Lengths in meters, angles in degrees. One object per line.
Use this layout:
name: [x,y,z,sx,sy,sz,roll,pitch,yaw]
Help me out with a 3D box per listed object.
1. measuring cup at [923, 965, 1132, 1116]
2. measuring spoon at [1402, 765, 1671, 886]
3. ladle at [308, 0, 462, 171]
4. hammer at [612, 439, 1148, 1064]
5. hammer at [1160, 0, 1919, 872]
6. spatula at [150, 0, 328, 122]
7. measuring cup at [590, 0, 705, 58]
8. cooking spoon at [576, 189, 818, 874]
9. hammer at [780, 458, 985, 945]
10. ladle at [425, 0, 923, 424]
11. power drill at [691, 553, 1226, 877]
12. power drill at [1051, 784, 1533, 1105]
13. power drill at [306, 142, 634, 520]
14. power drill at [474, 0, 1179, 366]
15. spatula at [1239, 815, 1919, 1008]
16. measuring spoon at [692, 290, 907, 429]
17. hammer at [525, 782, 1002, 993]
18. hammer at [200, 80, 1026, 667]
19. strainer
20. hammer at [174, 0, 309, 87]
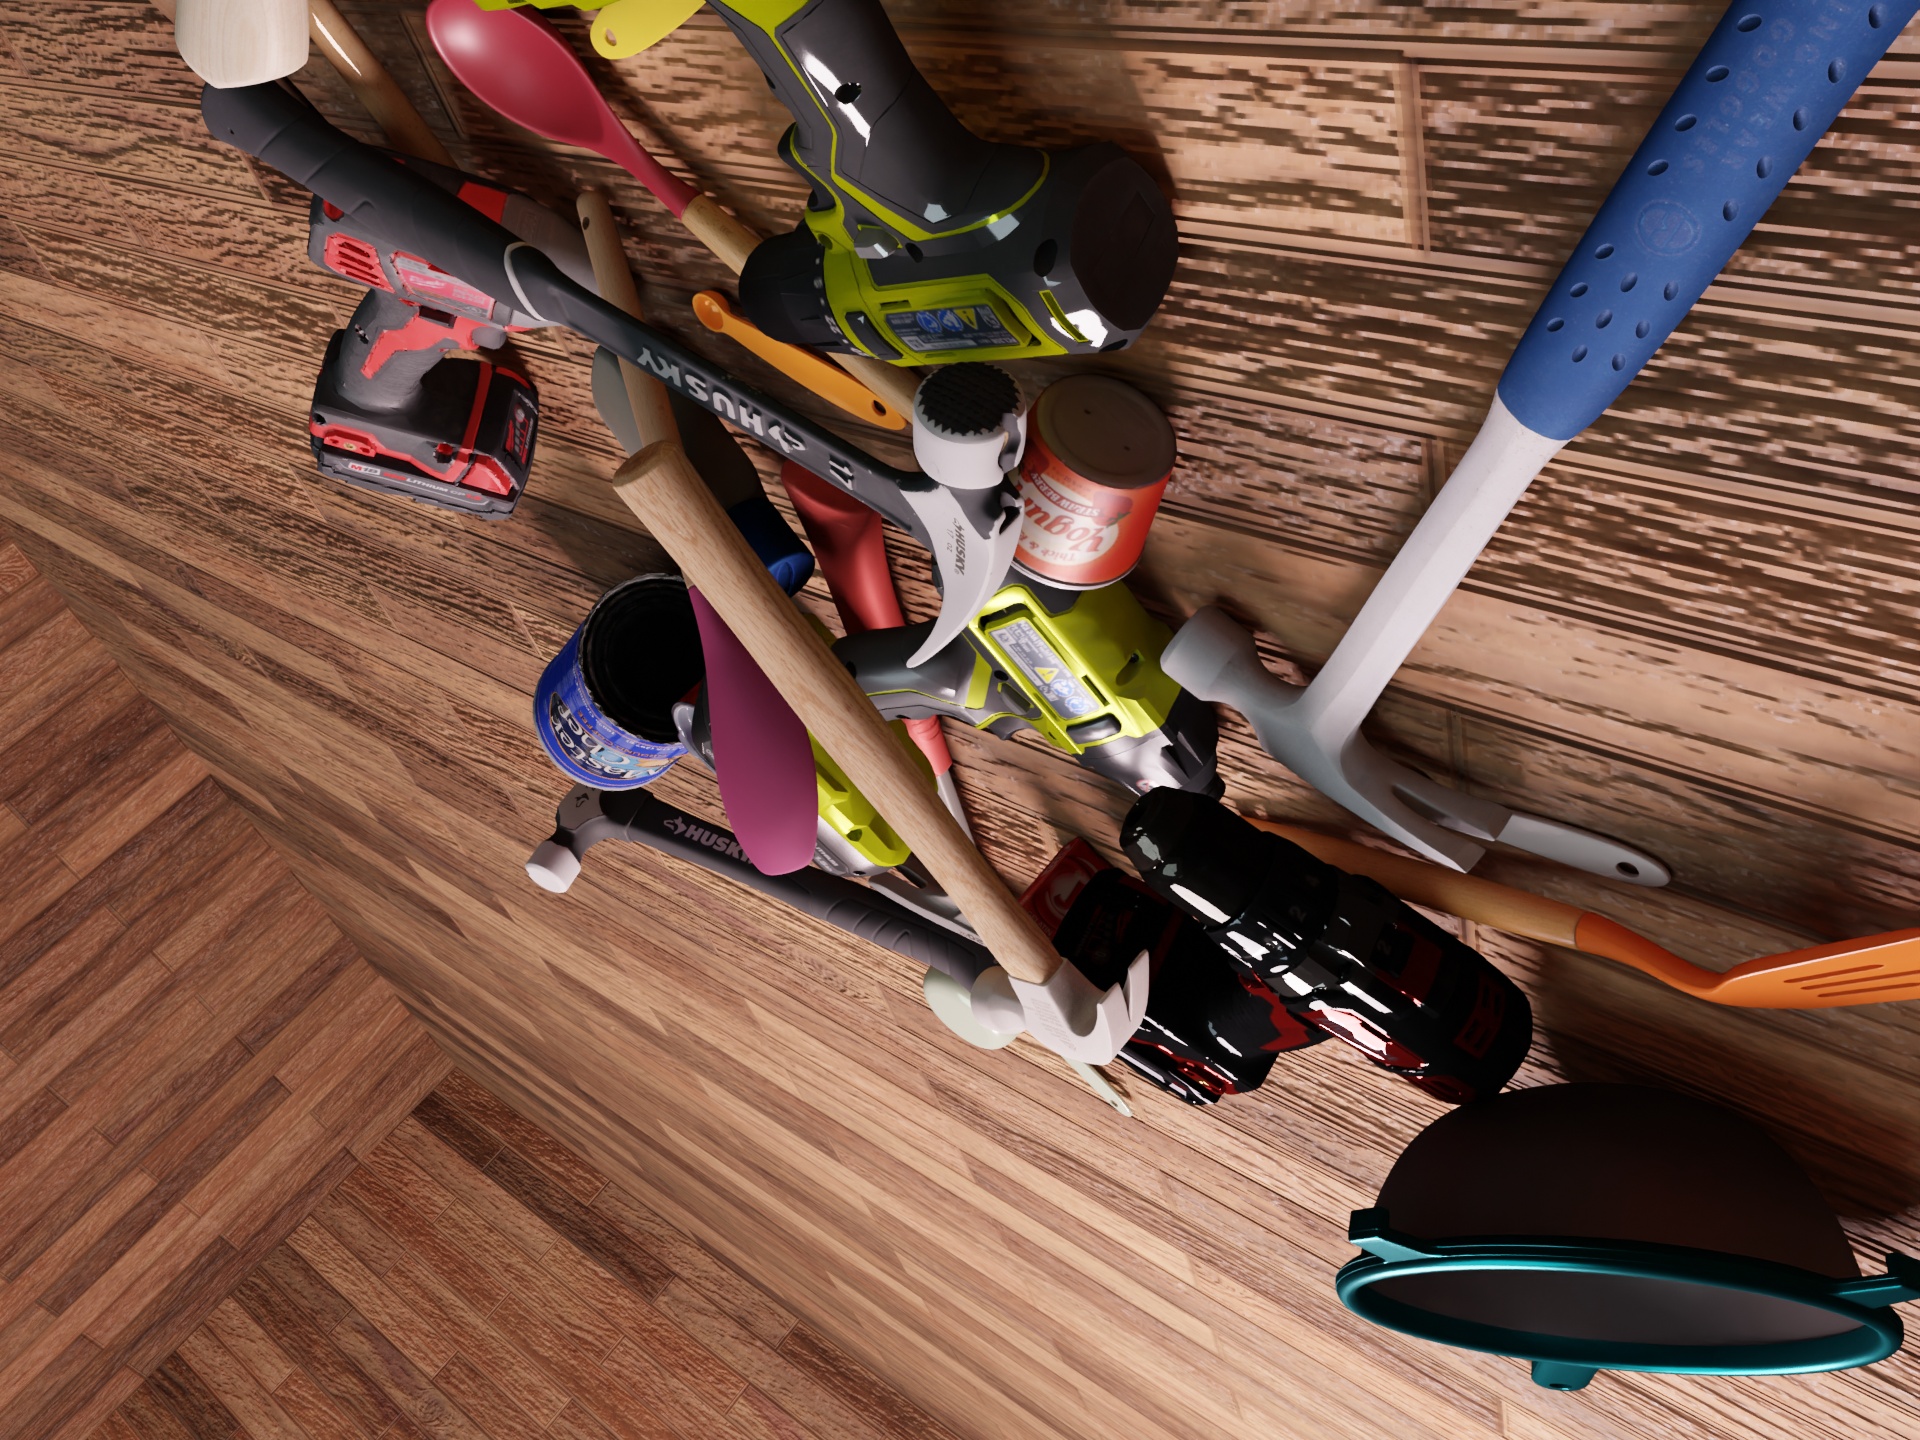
measuring cup: [0.043,0.217,1.061,0.167,0.038,0.083,42,153,6]
measuring spoon: [0.210,0.046,0.616,0.124,0.018,0.034,18,144,38]
ladle: [-0.281,-0.293,0.661,0.078,0.062,0.319,29,167,27]
hammer: [-0.028,0.025,0.654,0.130,0.031,0.331,2,134,55]
hammer: [0.169,-0.081,0.465,0.144,0.035,0.405,40,152,13]
spatula: [-0.308,-0.284,0.703,0.060,0.018,0.315,35,177,15]
measuring cup: [-0.102,-0.264,0.571,0.156,0.029,0.062,-2,130,51]
cooking spoon: [-0.122,-0.085,0.711,0.069,0.017,0.319,-19,86,43]
hammer: [-0.033,0.001,0.856,0.149,0.037,0.358,22,147,35]
ladle: [-0.093,-0.197,0.662,0.315,0.031,0.069,41,158,0]
power drill: [-0.001,-0.002,0.723,0.223,0.080,0.171,-18,124,41]
power drill: [0.115,0.103,0.710,0.187,0.080,0.226,34,158,-12]
power drill: [-0.252,-0.190,0.799,0.143,0.079,0.219,13,156,-19]
power drill: [-0.059,-0.200,0.514,0.191,0.080,0.228,10,156,45]
spatula: [0.221,0.066,0.609,0.081,0.041,0.323,20,177,-36]
measuring spoon: [-0.070,-0.161,0.705,0.117,0.011,0.021,32,150,13]
hammer: [-0.106,0.101,1.035,0.335,0.146,0.035,20,148,16]
hammer: [-0.147,-0.157,0.611,0.409,0.036,0.149,33,153,18]
strainer: [0.280,0.235,0.714,0.211,0.095,0.340,0,152,16]
hammer: [-0.202,-0.359,0.443,0.146,0.038,0.410,37,139,-2]
